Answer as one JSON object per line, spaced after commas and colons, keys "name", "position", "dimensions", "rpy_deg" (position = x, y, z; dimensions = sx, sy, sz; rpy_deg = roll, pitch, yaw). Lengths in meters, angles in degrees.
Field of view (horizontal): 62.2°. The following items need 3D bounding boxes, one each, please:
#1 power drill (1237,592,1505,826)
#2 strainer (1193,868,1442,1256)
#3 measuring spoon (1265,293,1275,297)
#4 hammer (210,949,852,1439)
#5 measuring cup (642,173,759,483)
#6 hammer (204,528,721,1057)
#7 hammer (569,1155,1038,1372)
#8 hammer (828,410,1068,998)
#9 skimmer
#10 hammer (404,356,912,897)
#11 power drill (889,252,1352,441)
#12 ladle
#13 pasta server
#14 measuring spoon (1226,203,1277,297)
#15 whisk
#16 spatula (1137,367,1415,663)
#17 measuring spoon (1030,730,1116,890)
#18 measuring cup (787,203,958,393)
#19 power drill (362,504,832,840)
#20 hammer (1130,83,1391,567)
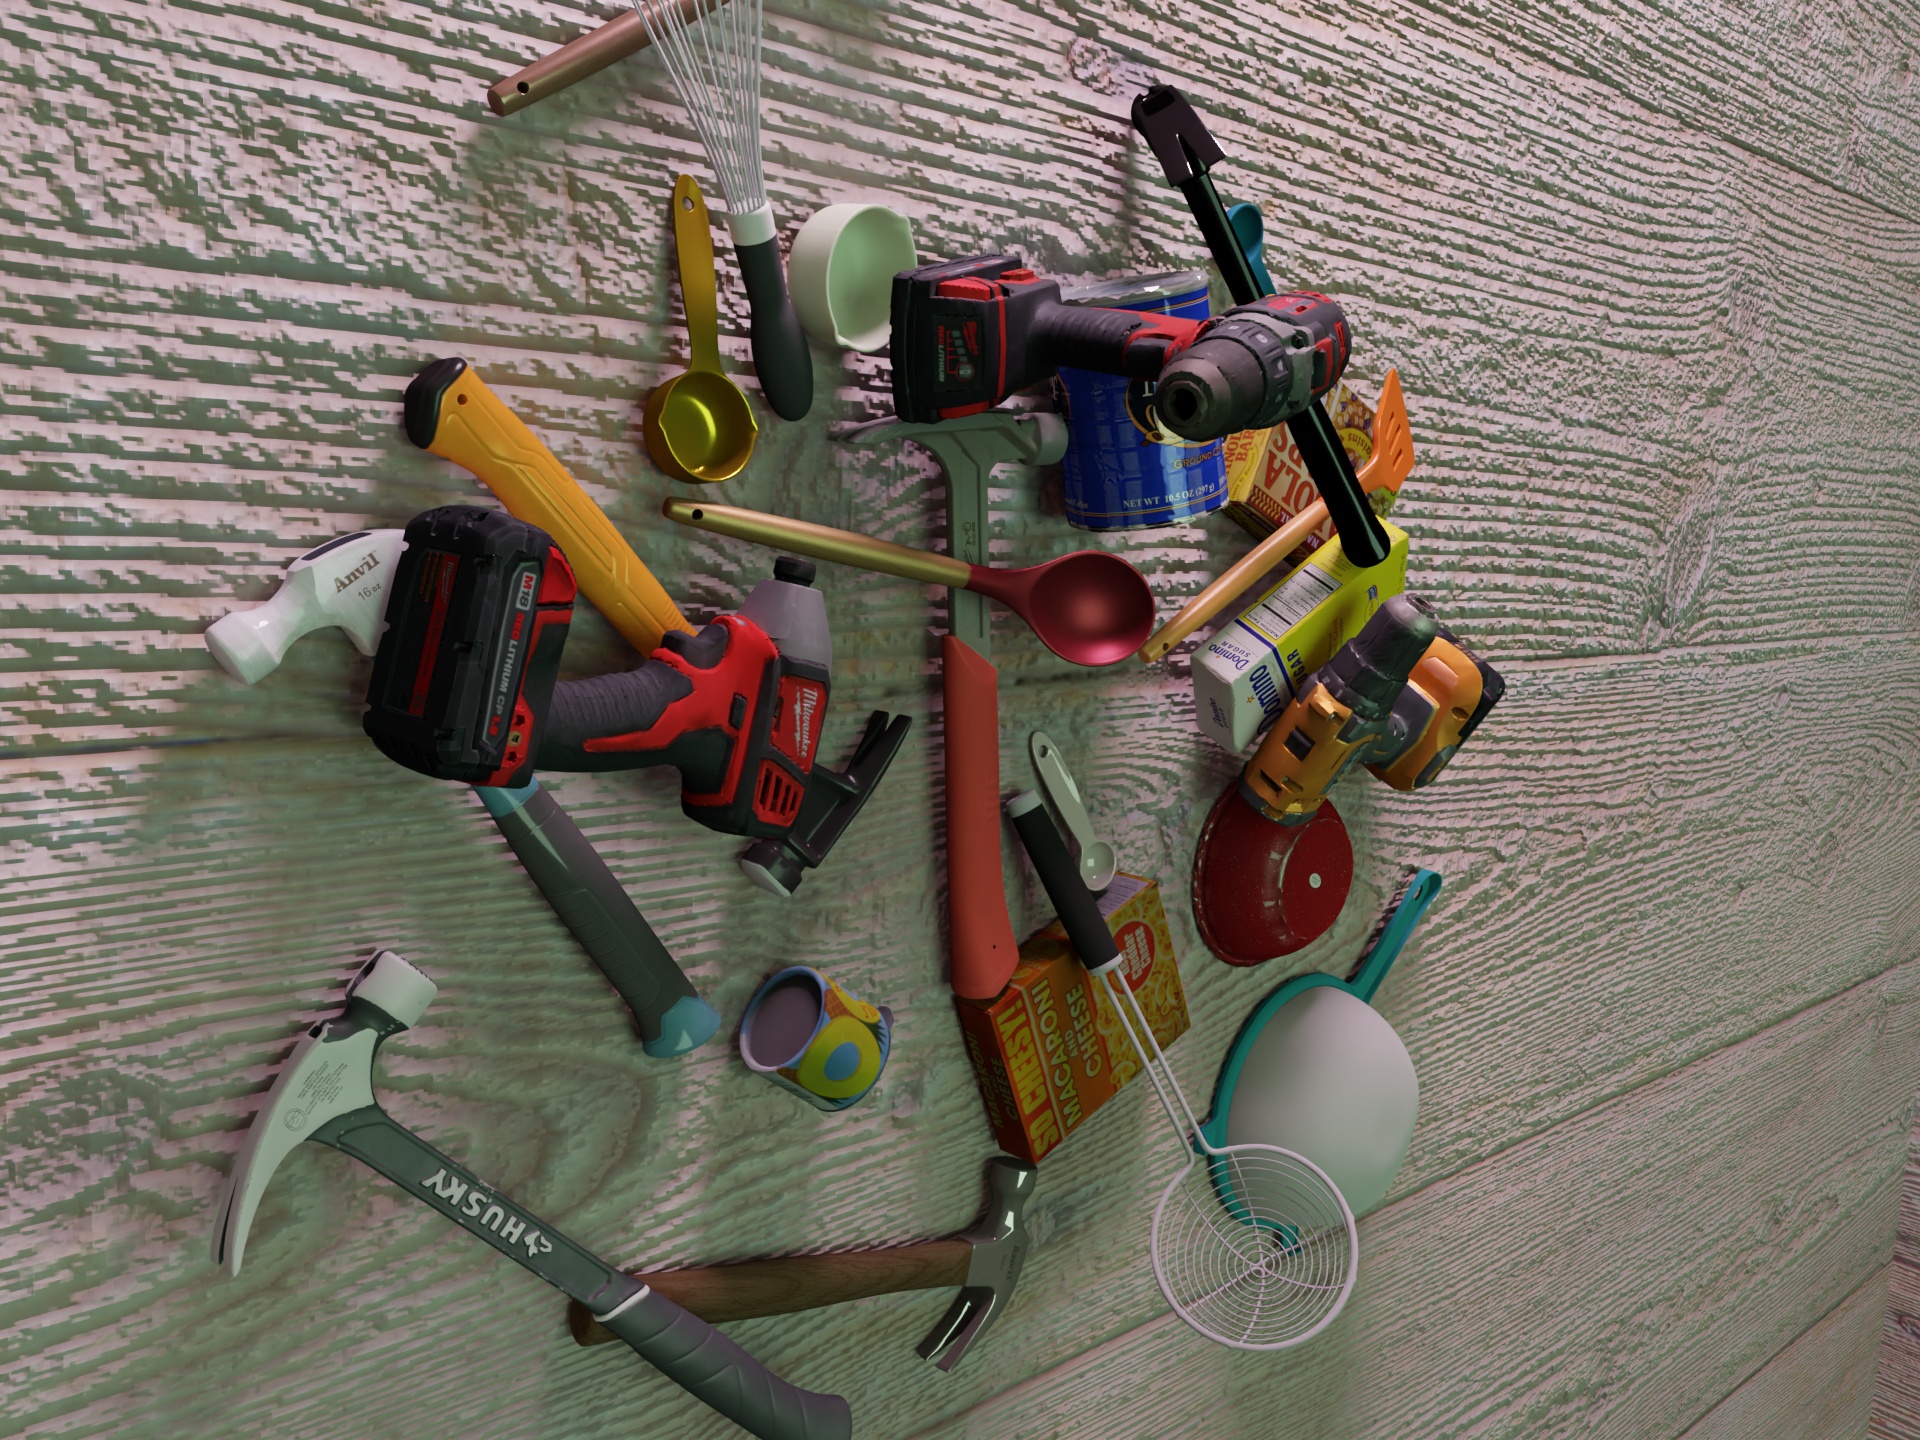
{"name": "power drill", "position": [0.313, -0.017, 1.154], "dimensions": [0.226, 0.084, 0.185], "rpy_deg": [-9, 137, -50]}
{"name": "strainer", "position": [0.333, 0.265, 1.277], "dimensions": [0.340, 0.095, 0.210], "rpy_deg": [-53, 128, -20]}
{"name": "measuring spoon", "position": [0.238, -0.273, 1.137], "dimensions": [0.116, 0.011, 0.021], "rpy_deg": [24, 94, -54]}
{"name": "hammer", "position": [-0.189, 0.292, 0.810], "dimensions": [0.408, 0.036, 0.149], "rpy_deg": [49, 61, -30]}
{"name": "measuring cup", "position": [-0.139, -0.197, 0.810], "dimensions": [0.062, 0.029, 0.156], "rpy_deg": [-4, 89, -45]}
{"name": "hammer", "position": [-0.212, 0.049, 0.779], "dimensions": [0.128, 0.033, 0.330], "rpy_deg": [-45, 125, -26]}
{"name": "hammer", "position": [-0.083, 0.338, 0.954], "dimensions": [0.331, 0.031, 0.130], "rpy_deg": [10, 91, -43]}
{"name": "hammer", "position": [-0.002, -0.003, 0.954], "dimensions": [0.149, 0.037, 0.359], "rpy_deg": [-10, 106, -33]}
{"name": "skimmer", "position": [0.122, 0.209, 0.988], "dimensions": [0.127, 0.090, 0.363], "rpy_deg": [-27, 90, -3]}
{"name": "hammer", "position": [-0.151, -0.054, 0.814], "dimensions": [0.127, 0.034, 0.336], "rpy_deg": [-54, 128, -20]}
{"name": "power drill", "position": [0.074, -0.189, 0.826], "dimensions": [0.188, 0.227, 0.080], "rpy_deg": [-36, 132, -54]}
{"name": "ladle", "position": [-0.019, -0.084, 0.886], "dimensions": [0.315, 0.031, 0.069], "rpy_deg": [10, 96, -34]}
{"name": "pasta server", "position": [-0.105, -0.376, 0.793], "dimensions": [0.316, 0.040, 0.060], "rpy_deg": [-42, 111, -28]}
{"name": "measuring spoon", "position": [0.202, -0.303, 1.107], "dimensions": [0.042, 0.021, 0.128], "rpy_deg": [-51, 137, -16]}
{"name": "whisk", "position": [-0.108, -0.272, 0.768], "dimensions": [0.070, 0.070, 0.284], "rpy_deg": [-38, 135, -31]}
{"name": "spatula", "position": [0.229, -0.134, 1.103], "dimensions": [0.322, 0.041, 0.081], "rpy_deg": [-38, 124, -24]}
{"name": "measuring spoon", "position": [0.070, 0.059, 1.056], "dimensions": [0.034, 0.018, 0.124], "rpy_deg": [-39, 115, -30]}
{"name": "measuring cup", "position": [-0.043, -0.219, 0.888], "dimensions": [0.083, 0.038, 0.167], "rpy_deg": [-63, 148, -14]}
{"name": "power drill", "position": [-0.151, -0.025, 0.746], "dimensions": [0.219, 0.079, 0.143], "rpy_deg": [14, 90, -46]}
{"name": "hammer", "position": [0.198, -0.238, 1.008], "dimensions": [0.035, 0.146, 0.334], "rpy_deg": [-27, 115, 13]}
